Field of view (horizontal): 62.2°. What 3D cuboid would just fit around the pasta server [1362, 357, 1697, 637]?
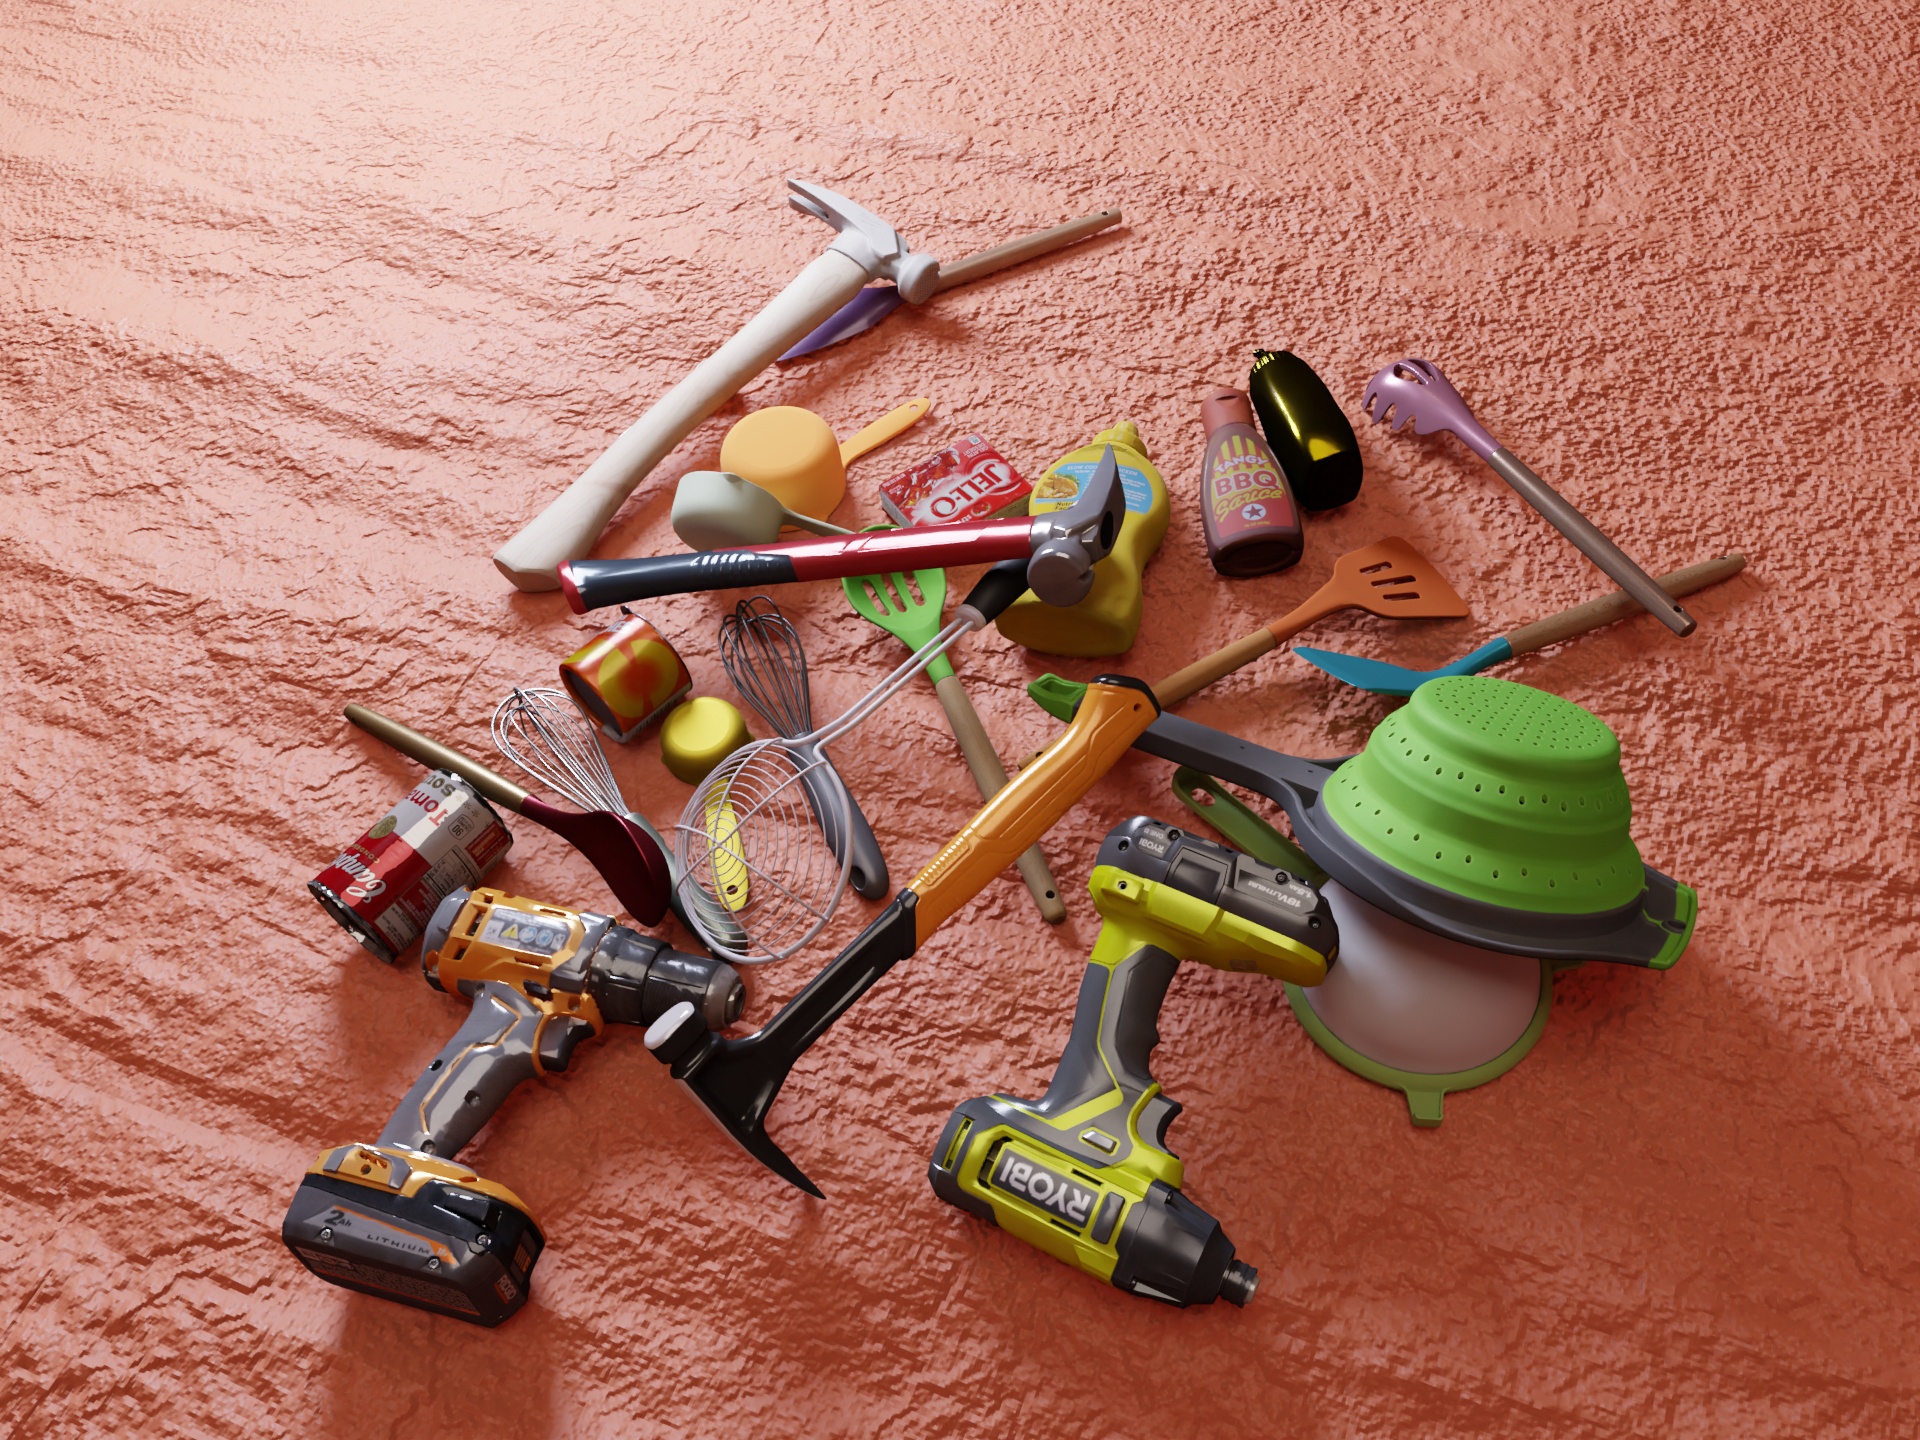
[{"bbox_3d":[0.379,-0.157,1.075,0.060,0.040,0.317,-24,52,-12],"label":"pasta server"}]

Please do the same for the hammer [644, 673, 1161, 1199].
[{"bbox_3d":[-0.007,0.100,0.869,0.337,0.034,0.127,-44,106,-16],"label":"hammer"}]

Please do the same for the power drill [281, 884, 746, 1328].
[{"bbox_3d":[-0.233,0.202,0.862,0.185,0.084,0.226,11,52,10],"label":"power drill"}]

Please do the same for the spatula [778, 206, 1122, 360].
[{"bbox_3d":[-0.014,-0.357,1.279,0.316,0.018,0.060,-22,58,-10],"label":"spatula"}]

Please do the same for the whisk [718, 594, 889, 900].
[{"bbox_3d":[-0.097,0.014,1.004,0.055,0.055,0.239,-23,60,-11],"label":"whisk"}]

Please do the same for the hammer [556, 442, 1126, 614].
[{"bbox_3d":[-0.086,-0.112,1.024,0.386,0.038,0.143,-3,35,23],"label":"hammer"}]

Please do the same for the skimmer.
[{"bbox_3d":[-0.029,-0.005,0.964,0.127,0.090,0.363,24,54,36],"label":"skimmer"}]

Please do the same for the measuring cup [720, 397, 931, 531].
[{"bbox_3d":[-0.095,-0.207,1.155,0.173,0.052,0.095,-34,58,-16],"label":"measuring cup"}]

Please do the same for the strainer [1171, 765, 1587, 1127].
[{"bbox_3d":[0.220,0.093,0.903,0.151,0.069,0.257,-39,62,-21],"label":"strainer"}]

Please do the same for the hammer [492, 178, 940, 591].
[{"bbox_3d":[-0.197,-0.251,1.188,0.146,0.038,0.411,36,68,14],"label":"hammer"}]

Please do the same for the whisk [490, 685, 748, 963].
[{"bbox_3d":[-0.210,0.061,0.980,0.059,0.057,0.246,-33,62,-27],"label":"whisk"}]

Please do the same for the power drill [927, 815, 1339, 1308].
[{"bbox_3d":[0.105,0.178,0.828,0.171,0.080,0.223,21,76,20],"label":"power drill"}]

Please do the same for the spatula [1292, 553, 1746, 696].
[{"bbox_3d":[0.370,-0.064,1.015,0.317,0.044,0.082,-19,25,-13],"label":"spatula"}]

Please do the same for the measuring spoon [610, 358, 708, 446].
[{"bbox_3d":[-0.220,-0.232,1.211,0.124,0.018,0.034,-41,73,-15],"label":"measuring spoon"}]

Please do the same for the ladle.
[{"bbox_3d":[-0.284,0.045,0.983,0.316,0.069,0.031,22,37,31],"label":"ladle"}]

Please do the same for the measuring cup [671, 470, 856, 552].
[{"bbox_3d":[-0.120,-0.123,1.100,0.167,0.083,0.038,18,71,-2],"label":"measuring cup"}]

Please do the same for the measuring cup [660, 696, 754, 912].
[{"bbox_3d":[-0.153,0.049,0.991,0.062,0.029,0.157,-14,53,-5],"label":"measuring cup"}]

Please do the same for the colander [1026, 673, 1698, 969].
[{"bbox_3d":[0.221,0.011,0.900,0.397,0.094,0.204,21,26,24],"label":"colander"}]

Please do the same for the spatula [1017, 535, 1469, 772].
[{"bbox_3d":[0.180,-0.037,1.031,0.322,0.041,0.081,-27,58,-9],"label":"spatula"}]

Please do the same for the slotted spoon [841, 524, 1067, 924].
[{"bbox_3d":[-0.002,-0.003,1.015,0.070,0.031,0.314,-17,58,-14],"label":"slotted spoon"}]
